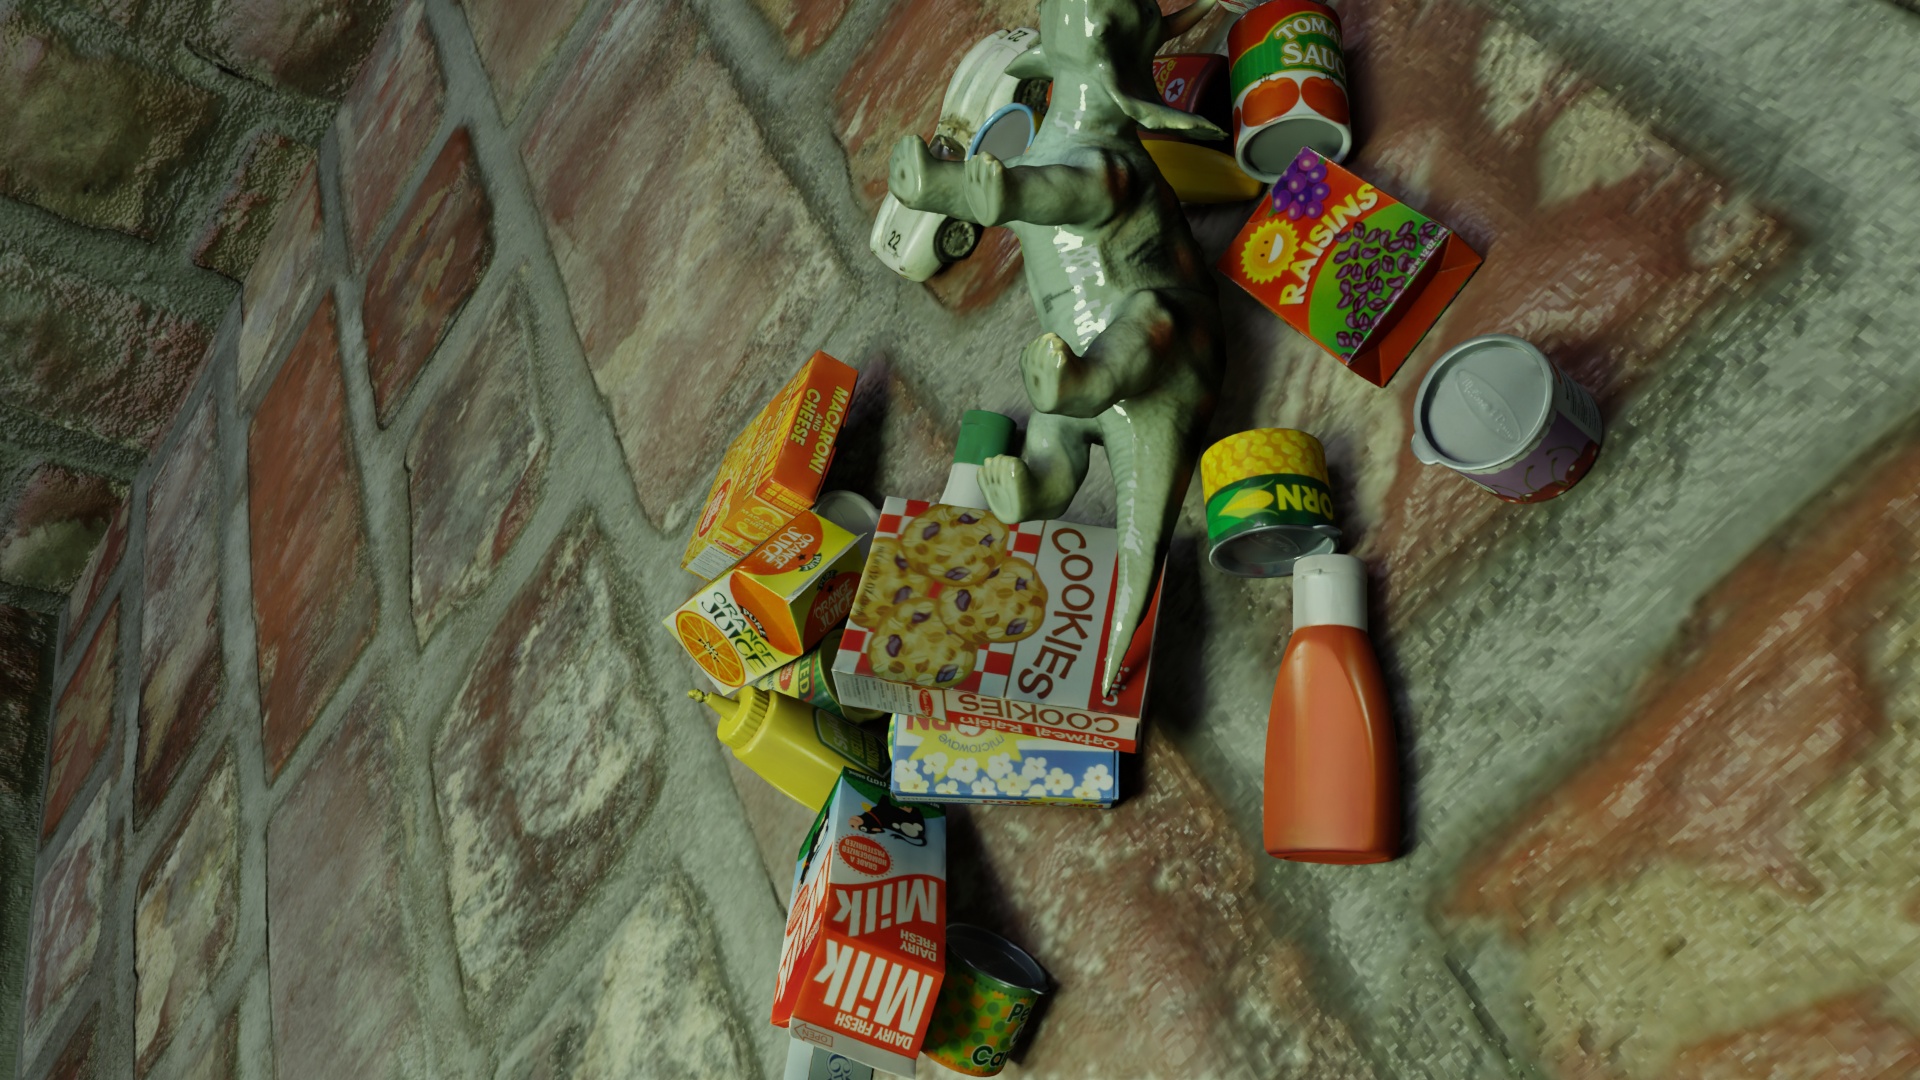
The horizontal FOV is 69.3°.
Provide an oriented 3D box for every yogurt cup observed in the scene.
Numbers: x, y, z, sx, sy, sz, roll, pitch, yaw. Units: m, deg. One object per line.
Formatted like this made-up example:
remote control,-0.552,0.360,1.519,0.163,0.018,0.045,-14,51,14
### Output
yogurt cup,-0.094,0.003,0.998,0.053,0.072,0.072,-22,58,49

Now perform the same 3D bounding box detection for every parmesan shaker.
parmesan shaker,-0.105,0.114,0.956,0.102,0.071,0.071,-33,52,33

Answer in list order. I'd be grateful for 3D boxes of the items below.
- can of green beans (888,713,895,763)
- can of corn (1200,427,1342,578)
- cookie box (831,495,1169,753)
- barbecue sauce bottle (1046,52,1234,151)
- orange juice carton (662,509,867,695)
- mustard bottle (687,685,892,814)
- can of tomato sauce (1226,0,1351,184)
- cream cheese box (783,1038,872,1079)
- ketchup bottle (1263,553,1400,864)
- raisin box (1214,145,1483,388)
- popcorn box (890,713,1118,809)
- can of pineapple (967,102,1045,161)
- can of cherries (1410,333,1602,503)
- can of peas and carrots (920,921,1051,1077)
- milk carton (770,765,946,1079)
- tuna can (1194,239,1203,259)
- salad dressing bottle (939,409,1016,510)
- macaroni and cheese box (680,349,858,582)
can of green beans,-0.002,0.122,0.851,0.071,0.058,0.071,-21,59,40
can of corn,0.163,-0.020,0.729,0.071,0.071,0.058,-24,57,39
cookie box,0.027,0.044,0.774,0.167,0.040,0.123,8,53,10
barbecue sauce bottle,0.117,-0.287,0.912,0.149,0.043,0.065,26,94,49
orange juice carton,-0.127,0.041,0.948,0.072,0.073,0.192,-42,7,-33
mustard bottle,-0.100,0.130,0.871,0.048,0.160,0.065,-50,25,16
can of tomato sauce,0.191,-0.260,0.802,0.071,0.071,0.083,-19,61,41
cream cheese box,-0.085,0.355,0.843,0.024,0.053,0.104,-5,70,44
ketchup bottle,0.182,0.082,0.683,0.064,0.043,0.149,-13,64,43
raisin box,0.208,-0.151,0.759,0.086,0.040,0.124,-55,42,16
popcorn box,0.026,0.106,0.789,0.127,0.038,0.085,1,69,3
can of pineapple,0.046,-0.263,0.966,0.071,0.058,0.071,-21,59,40
can of cherries,0.255,-0.055,0.652,0.071,0.058,0.072,-20,61,40
can of peas and carrots,0.008,0.257,0.777,0.071,0.071,0.058,31,98,49
milk carton,-0.054,0.217,0.774,0.191,0.072,0.073,-92,27,-65
tuna can,0.118,-0.170,0.867,0.071,0.033,0.071,-21,59,40
salad dressing bottle,0.003,-0.011,0.914,0.064,0.044,0.148,3,75,49
macaroni and cheese box,-0.143,-0.051,1.041,0.165,0.040,0.124,-35,32,49
